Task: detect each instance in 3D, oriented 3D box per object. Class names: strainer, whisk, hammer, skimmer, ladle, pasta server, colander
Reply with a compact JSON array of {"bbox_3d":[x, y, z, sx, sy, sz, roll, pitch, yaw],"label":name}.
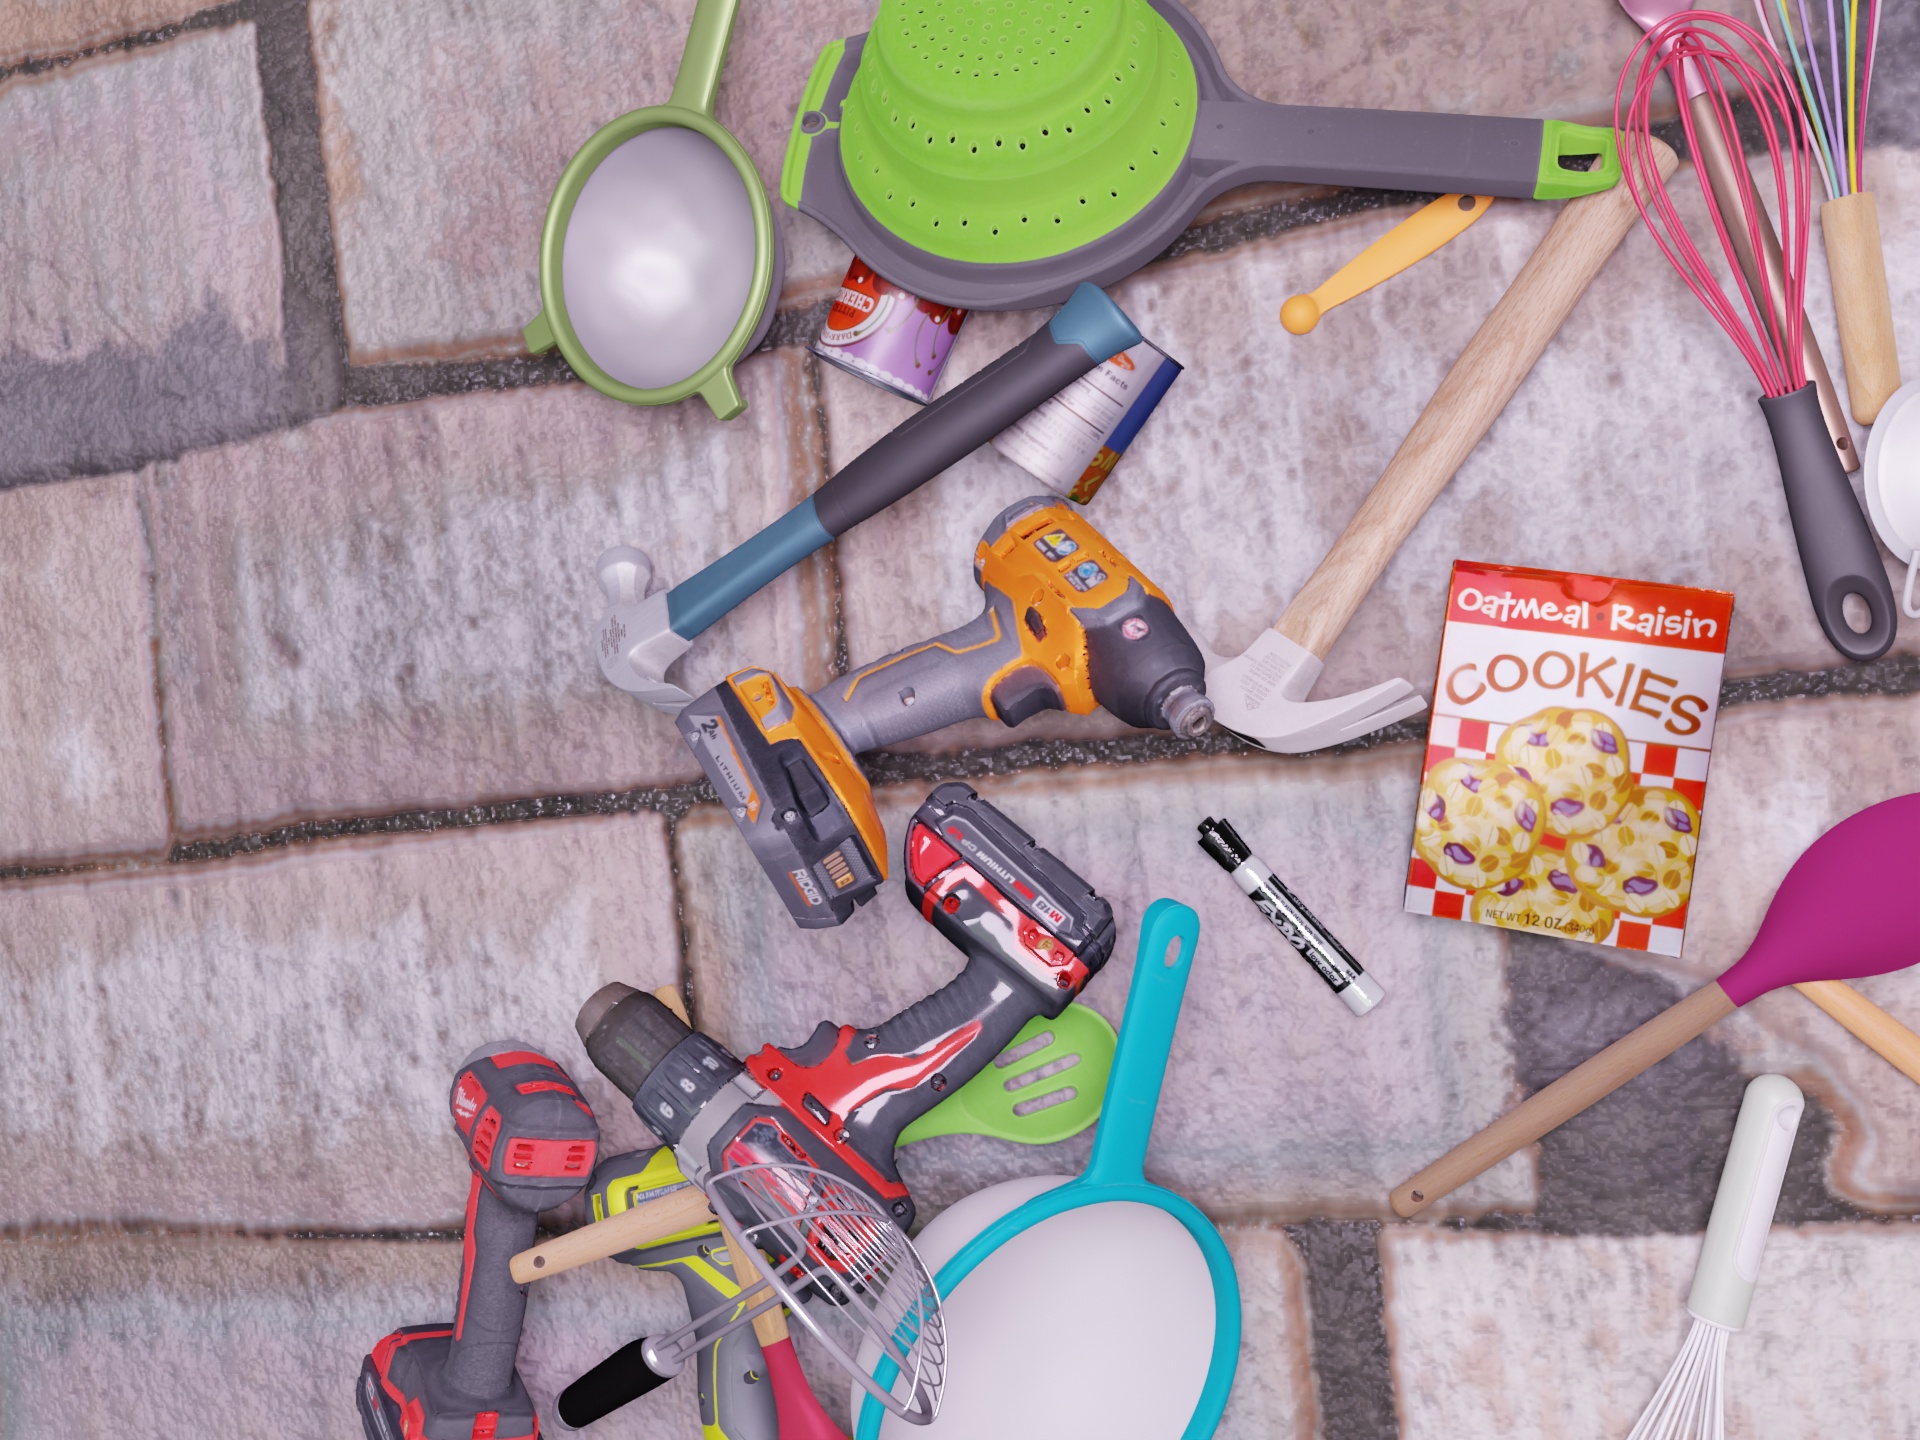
[{"bbox_3d":[-0.130,-0.288,0.829,0.151,0.069,0.256,23,103,26],"label":"strainer"},{"bbox_3d":[0.435,-0.175,0.692,0.086,0.050,0.258,5,84,-19],"label":"strainer"},{"bbox_3d":[0.343,0.281,0.726,0.057,0.059,0.246,15,91,-24],"label":"whisk"},{"bbox_3d":[-0.056,-0.110,0.782,0.331,0.033,0.128,-31,50,23],"label":"hammer"},{"bbox_3d":[0.355,-0.162,0.693,0.073,0.073,0.295,-20,100,15],"label":"whisk"},{"bbox_3d":[-0.125,0.288,0.707,0.127,0.090,0.363,46,131,0],"label":"skimmer"},{"bbox_3d":[0.225,-0.128,0.743,0.130,0.031,0.331,39,96,42],"label":"hammer"},{"bbox_3d":[-0.098,0.281,0.788,0.069,0.031,0.315,-21,77,2],"label":"ladle"},{"bbox_3d":[0.390,-0.253,0.703,0.047,0.051,0.245,-6,95,54],"label":"whisk"},{"bbox_3d":[0.040,0.240,0.759,0.095,0.210,0.340,20,98,57],"label":"strainer"},{"bbox_3d":[0.348,-0.260,0.722,0.060,0.040,0.316,-20,86,4],"label":"pasta server"},{"bbox_3d":[0.102,-0.293,0.730,0.397,0.094,0.205,8,71,13],"label":"colander"}]

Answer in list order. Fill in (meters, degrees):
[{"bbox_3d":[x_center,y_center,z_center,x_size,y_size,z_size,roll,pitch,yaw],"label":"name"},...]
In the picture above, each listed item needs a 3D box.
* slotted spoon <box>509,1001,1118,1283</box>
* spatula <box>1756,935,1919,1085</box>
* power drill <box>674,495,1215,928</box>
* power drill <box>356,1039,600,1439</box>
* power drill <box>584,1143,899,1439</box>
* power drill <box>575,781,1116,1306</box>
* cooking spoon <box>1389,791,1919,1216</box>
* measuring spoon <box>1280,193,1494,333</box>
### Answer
[{"bbox_3d":[-0.067,0.214,0.788,0.313,0.031,0.070,-18,75,-11],"label":"slotted spoon"},{"bbox_3d":[0.488,0.201,0.687,0.323,0.041,0.081,39,101,13],"label":"spatula"},{"bbox_3d":[-0.001,-0.002,0.737,0.226,0.084,0.164,-31,45,-9],"label":"power drill"},{"bbox_3d":[-0.257,0.284,0.854,0.143,0.078,0.219,18,96,58],"label":"power drill"},{"bbox_3d":[-0.091,0.323,0.831,0.171,0.080,0.223,-17,83,16],"label":"power drill"},{"bbox_3d":[-0.054,0.136,0.769,0.188,0.080,0.227,39,74,13],"label":"power drill"},{"bbox_3d":[0.329,0.140,0.729,0.319,0.017,0.069,-40,76,17],"label":"cooking spoon"},{"bbox_3d":[0.207,-0.227,0.774,0.117,0.011,0.021,-32,82,14],"label":"measuring spoon"}]
